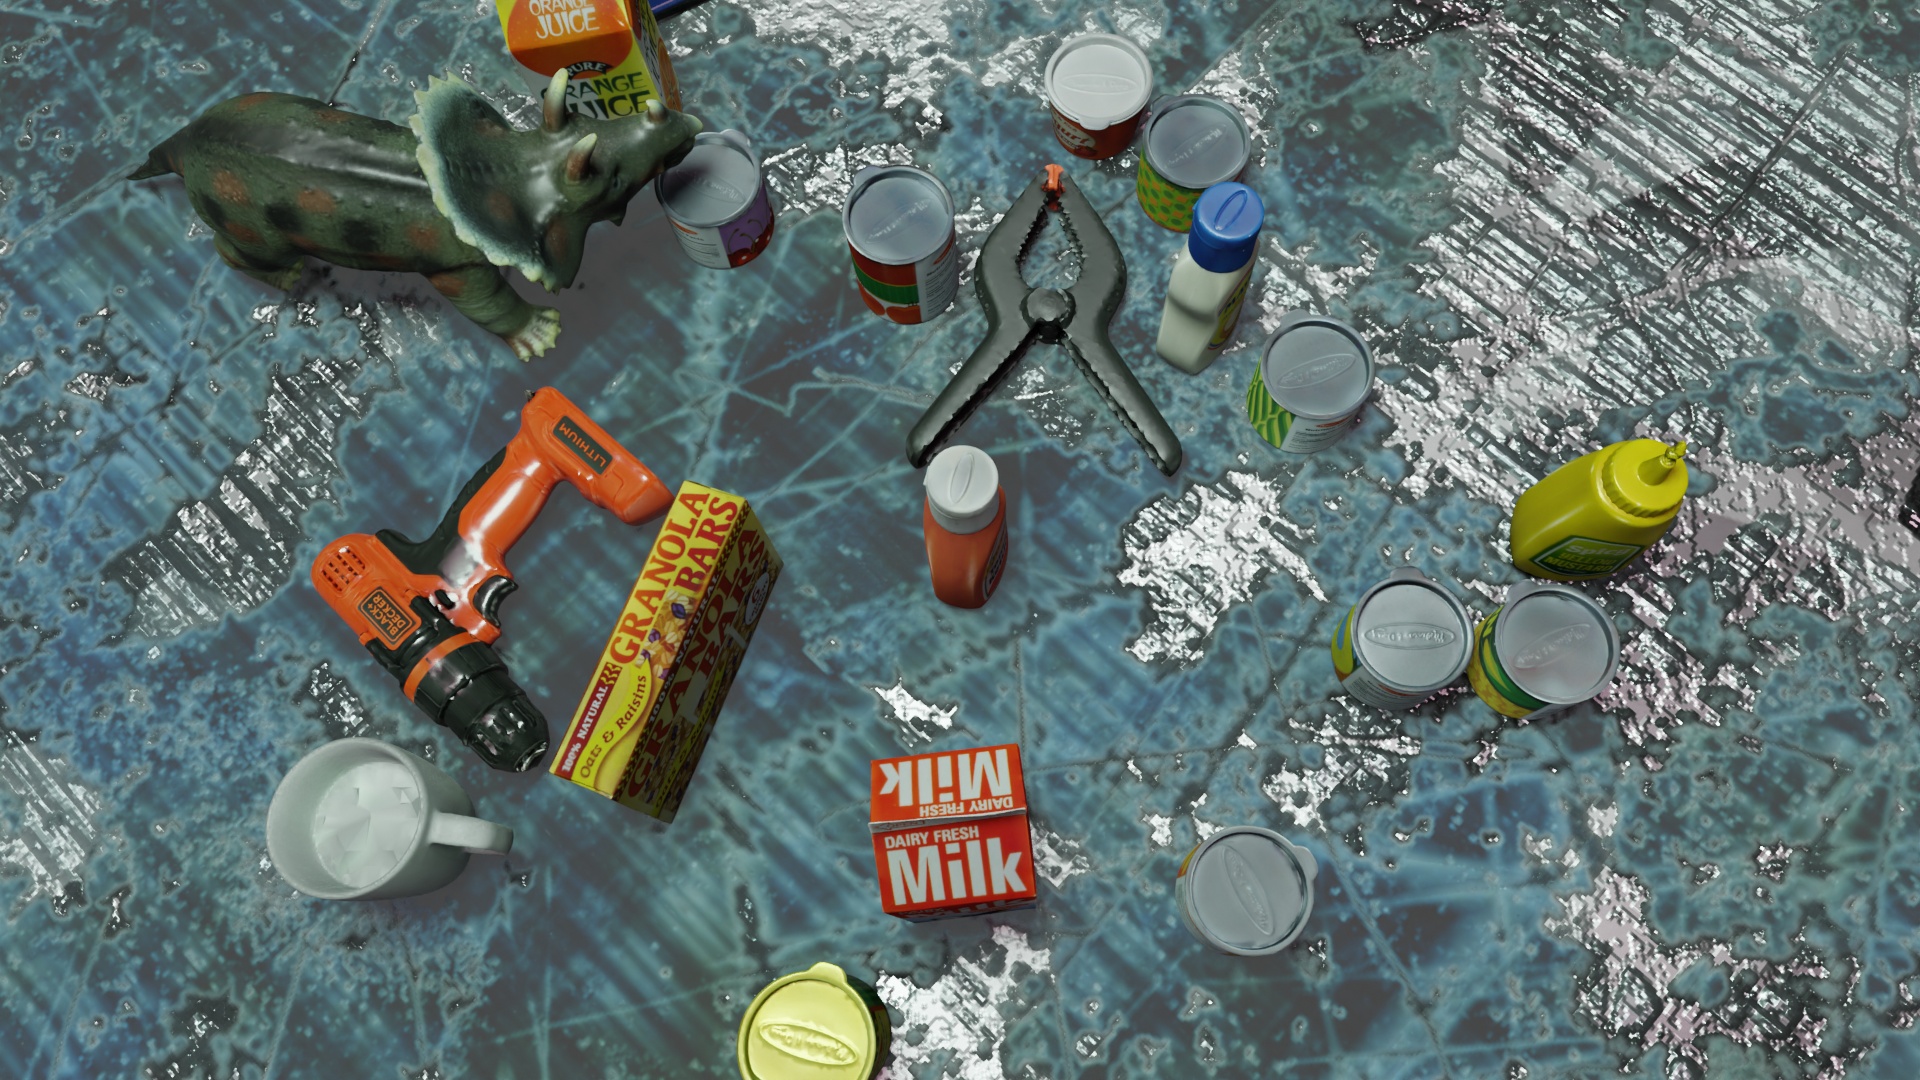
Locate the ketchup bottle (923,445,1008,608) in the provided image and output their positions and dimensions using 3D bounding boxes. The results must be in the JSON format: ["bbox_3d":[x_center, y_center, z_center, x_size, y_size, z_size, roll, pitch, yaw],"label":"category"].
[{"bbox_3d":[0.003,-0.010,0.761,0.043,0.148,0.065,14,74,6],"label":"ketchup bottle"}]

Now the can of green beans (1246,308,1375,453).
[{"bbox_3d":[0.207,-0.092,0.826,0.071,0.057,0.071,-1,73,2],"label":"can of green beans"}]

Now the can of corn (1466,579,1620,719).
[{"bbox_3d":[0.321,0.061,0.773,0.071,0.058,0.071,-1,73,2],"label":"can of corn"}]

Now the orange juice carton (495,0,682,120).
[{"bbox_3d":[-0.222,-0.297,0.837,0.072,0.192,0.073,-10,73,-1],"label":"orange juice carton"}]

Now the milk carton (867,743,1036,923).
[{"bbox_3d":[-0.001,0.147,0.689,0.072,0.190,0.073,-7,73,0],"label":"milk carton"}]

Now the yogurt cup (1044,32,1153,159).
[{"bbox_3d":[0.088,-0.283,0.894,0.072,0.053,0.072,-1,73,2],"label":"yogurt cup"}]

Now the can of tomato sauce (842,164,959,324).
[{"bbox_3d":[-0.036,-0.180,0.851,0.071,0.083,0.071,-1,73,2],"label":"can of tomato sauce"}]

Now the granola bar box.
[{"bbox_3d":[-0.155,0.064,0.756,0.039,0.124,0.166,19,74,8],"label":"granola bar box"}]

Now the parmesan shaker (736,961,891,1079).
[{"bbox_3d":[-0.070,0.250,0.705,0.071,0.102,0.071,-1,73,2],"label":"parmesan shaker"}]

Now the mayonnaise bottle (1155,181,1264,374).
[{"bbox_3d":[0.145,-0.152,0.801,0.041,0.147,0.065,33,77,11],"label":"mayonnaise bottle"}]

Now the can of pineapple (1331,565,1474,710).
[{"bbox_3d":[0.246,0.057,0.778,0.071,0.057,0.071,-1,73,2],"label":"can of pineapple"}]

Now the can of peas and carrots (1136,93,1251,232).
[{"bbox_3d":[0.144,-0.238,0.875,0.071,0.058,0.071,-1,73,2],"label":"can of peas and carrots"}]

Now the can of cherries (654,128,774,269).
[{"bbox_3d":[-0.152,-0.216,0.879,0.071,0.058,0.071,-1,73,2],"label":"can of cherries"}]

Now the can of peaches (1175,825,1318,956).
[{"bbox_3d":[0.152,0.187,0.740,0.071,0.058,0.071,-1,73,2],"label":"can of peaches"}]

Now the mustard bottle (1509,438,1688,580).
[{"bbox_3d":[0.347,-0.019,0.745,0.065,0.159,0.049,7,73,5],"label":"mustard bottle"}]
